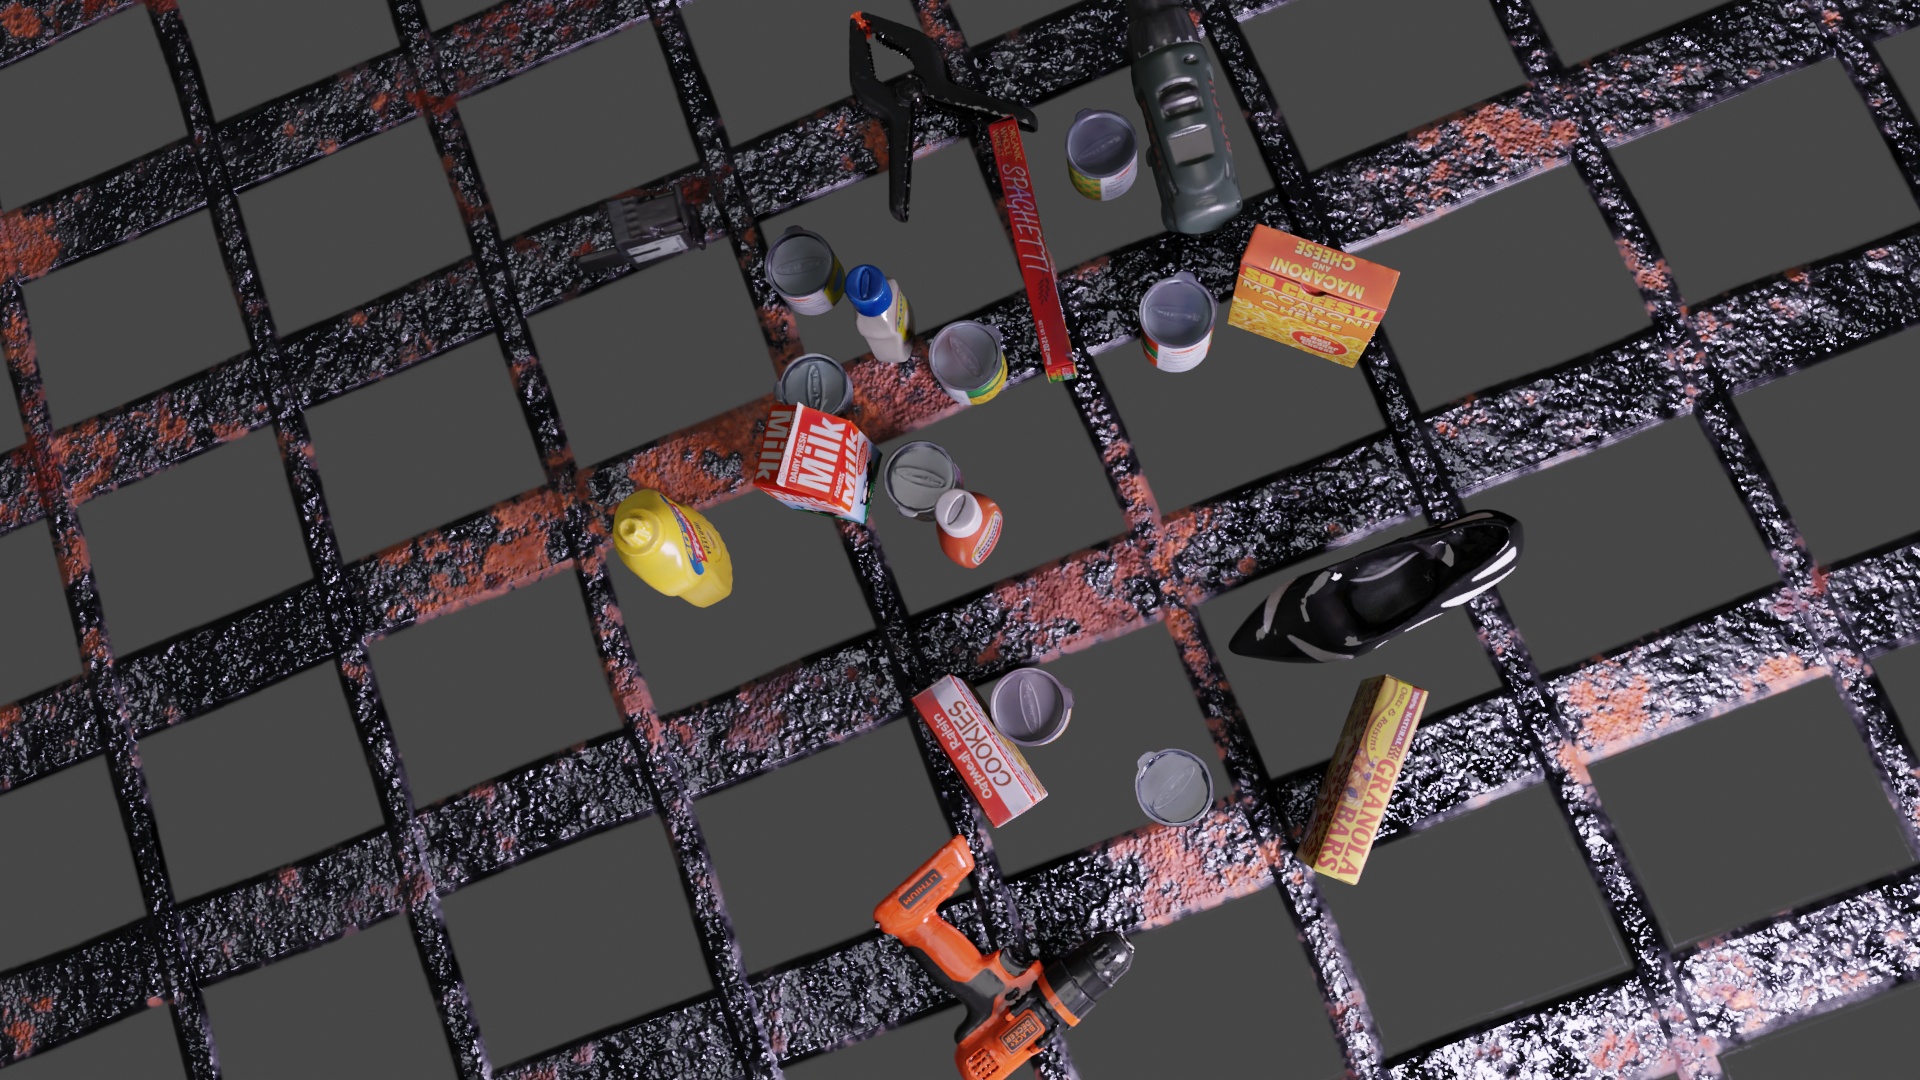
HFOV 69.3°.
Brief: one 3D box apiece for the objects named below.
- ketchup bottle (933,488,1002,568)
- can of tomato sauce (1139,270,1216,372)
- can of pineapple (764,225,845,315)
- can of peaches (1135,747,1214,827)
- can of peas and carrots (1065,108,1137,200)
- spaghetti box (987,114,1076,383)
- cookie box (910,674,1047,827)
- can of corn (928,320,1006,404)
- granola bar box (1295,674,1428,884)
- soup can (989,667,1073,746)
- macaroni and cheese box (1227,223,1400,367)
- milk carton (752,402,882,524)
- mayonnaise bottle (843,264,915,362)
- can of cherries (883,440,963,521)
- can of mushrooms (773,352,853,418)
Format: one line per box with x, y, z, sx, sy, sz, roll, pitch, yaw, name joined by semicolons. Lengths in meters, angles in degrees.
0.004;-0.015;1.210;0.043;0.148;0.065;26;86;10;ketchup bottle
0.194;-0.195;1.248;0.071;0.083;0.071;-1;82;7;can of tomato sauce
-0.145;-0.254;1.312;0.071;0.058;0.071;-1;81;7;can of pineapple
0.182;0.210;1.199;0.071;0.058;0.071;-1;81;7;can of peaches
0.130;-0.359;1.294;0.071;0.058;0.071;-1;81;7;can of peas and carrots
0.067;-0.271;1.292;0.029;0.050;0.250;-13;80;5;spaghetti box
0.018;0.177;1.169;0.040;0.167;0.123;-35;79;1;cookie box
0.010;-0.164;1.279;0.071;0.058;0.071;-1;81;7;can of corn
0.331;0.196;1.149;0.039;0.124;0.165;21;85;10;granola bar box
0.065;0.145;1.211;0.071;0.083;0.071;-1;82;7;soup can
0.299;-0.206;1.194;0.124;0.166;0.040;22;85;10;macaroni and cheese box
-0.127;-0.067;1.213;0.073;0.190;0.072;12;84;9;milk carton
-0.072;-0.207;1.250;0.041;0.148;0.065;3;82;8;mayonnaise bottle
-0.034;-0.051;1.267;0.071;0.058;0.071;-1;81;7;can of cherries
-0.137;-0.140;1.306;0.071;0.033;0.071;-1;81;7;can of mushrooms
